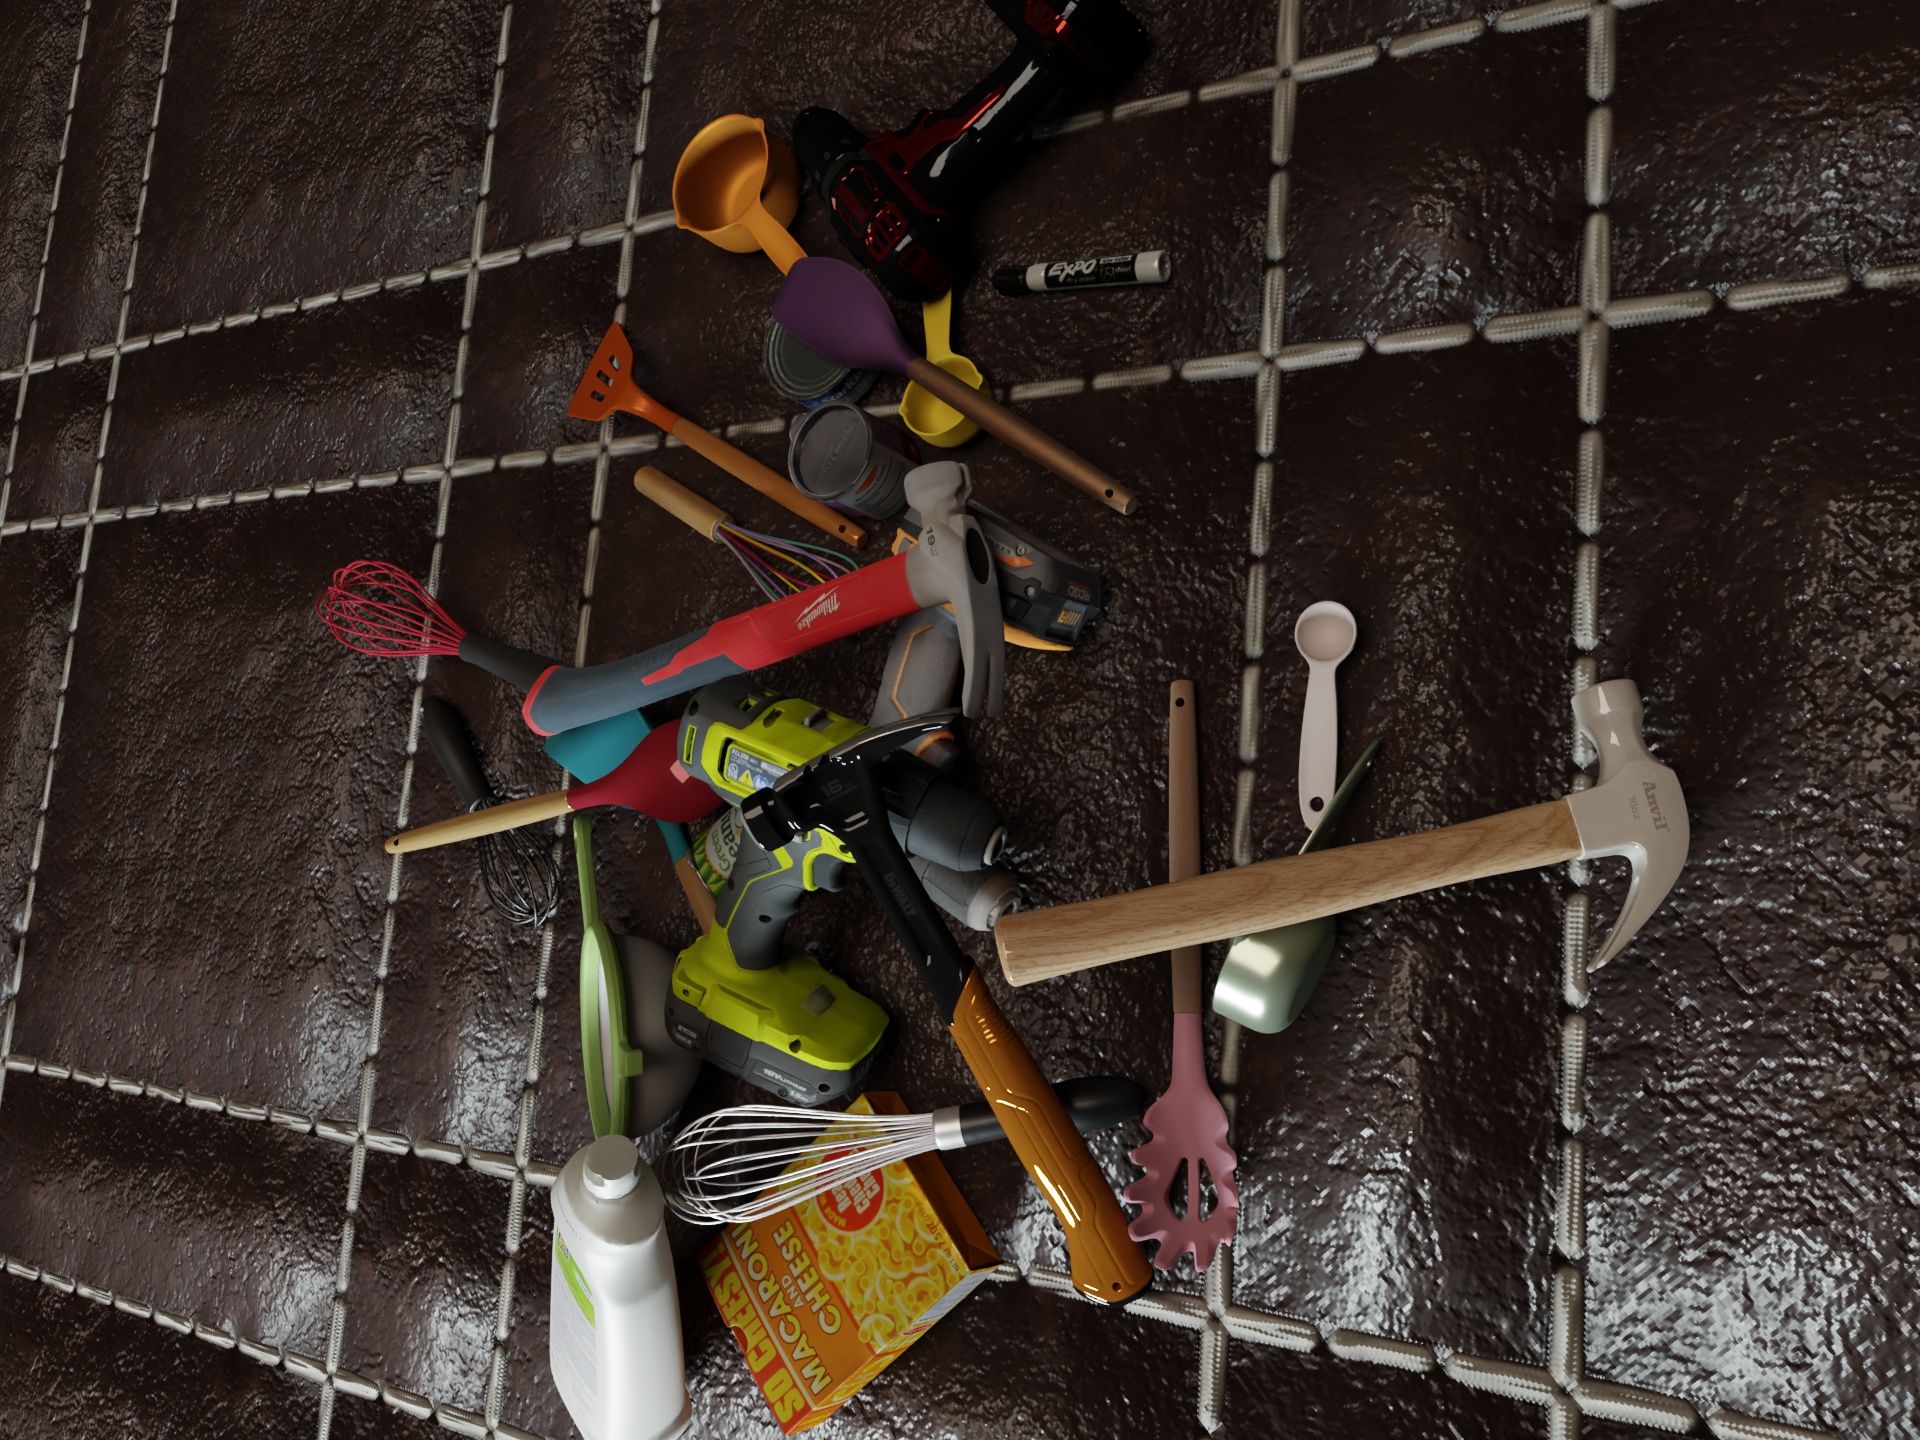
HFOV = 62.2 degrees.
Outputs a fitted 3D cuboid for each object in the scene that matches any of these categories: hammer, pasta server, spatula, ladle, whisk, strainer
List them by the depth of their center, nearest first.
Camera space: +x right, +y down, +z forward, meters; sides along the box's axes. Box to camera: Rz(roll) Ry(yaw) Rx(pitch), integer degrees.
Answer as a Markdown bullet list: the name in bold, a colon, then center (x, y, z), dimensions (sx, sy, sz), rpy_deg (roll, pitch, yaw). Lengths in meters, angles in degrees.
- **hammer**: center (0.181, 0.080, 0.768), dimensions (0.331, 0.031, 0.130), rpy_deg (-14, 71, 6)
- **hammer**: center (0.018, 0.159, 0.838), dimensions (0.127, 0.034, 0.337), rpy_deg (-27, 96, 14)
- **pasta server**: center (0.122, 0.131, 0.865), dimensions (0.060, 0.040, 0.316), rpy_deg (-3, 78, 20)
- **whisk**: center (-0.037, 0.234, 0.894), dimensions (0.284, 0.070, 0.070), rpy_deg (-12, 73, 8)
- **hammer**: center (-0.137, -0.031, 0.979), dimensions (0.386, 0.038, 0.143), rpy_deg (-16, 79, 36)
- **spatula**: center (-0.009, -0.209, 0.984), dimensions (0.316, 0.018, 0.059), rpy_deg (39, 109, 29)
- **spatula**: center (-0.182, 0.115, 1.058), dimensions (0.082, 0.044, 0.318), rpy_deg (-41, 63, 18)
- **strainer**: center (-0.216, 0.164, 1.063), dimensions (0.151, 0.069, 0.257), rpy_deg (109, 152, -44)
- **whisk**: center (-0.149, -0.125, 1.085), dimensions (0.245, 0.047, 0.051), rpy_deg (34, 101, 36)
- **ladle**: center (-0.285, 0.058, 1.095), dimensions (0.315, 0.031, 0.069), rpy_deg (-14, 76, 28)
- **spatula**: center (-0.178, -0.196, 1.130), dimensions (0.323, 0.041, 0.081), rpy_deg (34, 99, 28)
- **whisk**: center (-0.354, 0.062, 1.178), dimensions (0.055, 0.055, 0.239), rpy_deg (-49, 56, 16)
- **whisk**: center (-0.388, -0.063, 1.216), dimensions (0.296, 0.073, 0.073), rpy_deg (20, 92, 28)

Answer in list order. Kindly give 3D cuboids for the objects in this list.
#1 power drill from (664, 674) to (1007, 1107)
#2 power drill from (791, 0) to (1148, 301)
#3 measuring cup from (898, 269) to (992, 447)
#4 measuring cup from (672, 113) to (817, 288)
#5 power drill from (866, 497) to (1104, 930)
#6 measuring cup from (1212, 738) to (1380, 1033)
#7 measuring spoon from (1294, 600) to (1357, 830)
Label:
- **power drill**: center (-0.081, 0.104, 0.918), dimensions (0.190, 0.080, 0.228), rpy_deg (22, 118, 17)
- **power drill**: center (-0.010, -0.404, 1.028), dimensions (0.226, 0.080, 0.188), rpy_deg (-47, 54, 20)
- **measuring cup**: center (-0.008, -0.245, 1.034), dimensions (0.062, 0.029, 0.157), rpy_deg (-16, 61, 27)
- **measuring cup**: center (-0.133, -0.348, 1.112), dimensions (0.095, 0.052, 0.174), rpy_deg (-46, 62, 17)
- **power drill**: center (-0.002, -0.003, 0.947), dimensions (0.185, 0.084, 0.226), rpy_deg (36, 104, 31)
- **measuring cup**: center (0.188, 0.087, 0.822), dimensions (0.038, 0.083, 0.167), rpy_deg (29, 81, 24)
- **measuring spoon**: center (0.197, -0.002, 0.859), dimensions (0.034, 0.018, 0.124), rpy_deg (3, 89, 33)
